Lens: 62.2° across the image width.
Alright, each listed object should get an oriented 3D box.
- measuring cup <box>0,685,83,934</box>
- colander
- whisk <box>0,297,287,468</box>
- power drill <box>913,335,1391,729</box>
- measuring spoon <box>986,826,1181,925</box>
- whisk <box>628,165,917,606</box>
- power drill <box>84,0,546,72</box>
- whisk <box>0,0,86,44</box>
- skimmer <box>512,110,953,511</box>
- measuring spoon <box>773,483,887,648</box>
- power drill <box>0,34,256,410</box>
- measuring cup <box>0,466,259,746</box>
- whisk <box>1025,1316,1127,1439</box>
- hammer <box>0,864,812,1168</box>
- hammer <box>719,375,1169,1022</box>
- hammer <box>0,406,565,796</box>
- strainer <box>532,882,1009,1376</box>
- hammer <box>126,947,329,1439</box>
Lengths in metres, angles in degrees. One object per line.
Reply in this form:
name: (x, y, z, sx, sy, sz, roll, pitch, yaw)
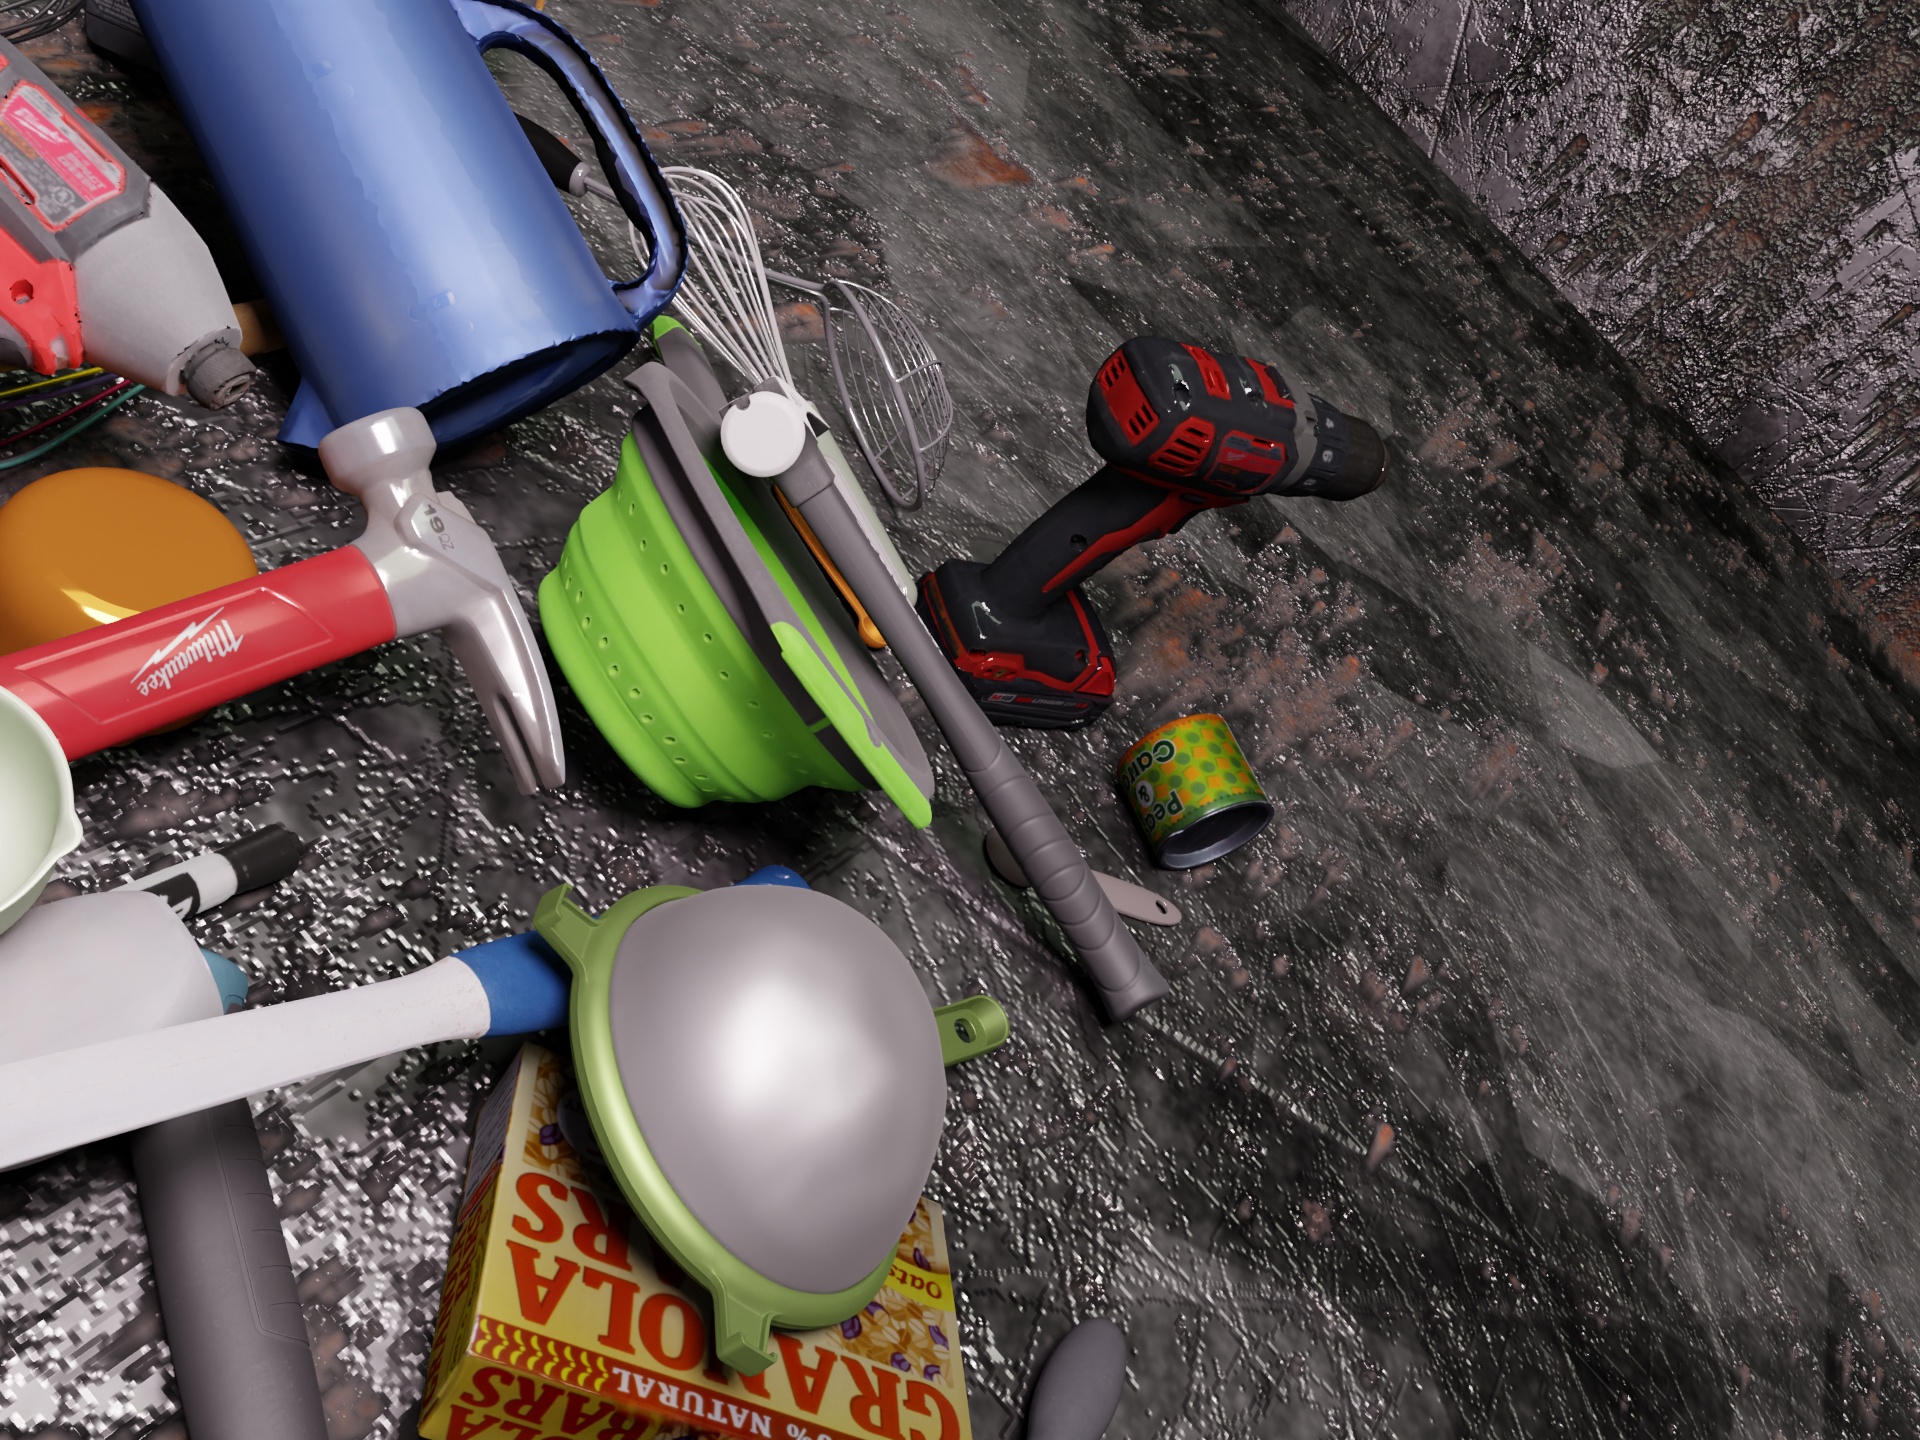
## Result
measuring cup: (-0.268, 0.065, 0.376, 0.083, 0.038, 0.168, 18, 57, -25)
colander: (-0.126, -0.078, 0.702, 0.204, 0.094, 0.398, 55, 4, -39)
whisk: (-0.311, -0.146, 0.626, 0.051, 0.047, 0.245, 43, 33, 1)
power drill: (0.096, -0.091, 0.807, 0.187, 0.226, 0.080, 5, 52, -41)
measuring spoon: (0.067, 0.077, 0.790, 0.124, 0.018, 0.034, 23, 41, -28)
whisk: (-0.087, -0.157, 0.779, 0.246, 0.058, 0.059, 61, 10, -14)
power drill: (-0.337, -0.385, 0.796, 0.185, 0.084, 0.226, 25, 36, 1)
whisk: (-0.370, -0.228, 0.533, 0.055, 0.055, 0.239, 33, 44, -16)
skimmer: (-0.161, -0.235, 0.847, 0.363, 0.127, 0.090, 27, 79, -4)
measuring spoon: (-0.069, -0.081, 0.826, 0.021, 0.011, 0.117, -2, 52, -52)
power drill: (-0.329, -0.105, 0.466, 0.143, 0.078, 0.220, 45, 59, -5)
measuring cup: (-0.316, -0.048, 0.512, 0.173, 0.052, 0.095, 7, 50, -42)
whisk: (0.004, 0.281, 0.494, 0.070, 0.070, 0.284, 45, 29, 1)
hammer: (-0.148, 0.087, 0.456, 0.144, 0.035, 0.405, 57, 20, 13)
hammer: (-0.001, -0.002, 0.709, 0.334, 0.035, 0.146, 57, 4, -13)
hammer: (-0.289, 0.024, 0.441, 0.386, 0.038, 0.143, -30, 100, -44)
strainer: (-0.023, 0.109, 0.550, 0.152, 0.069, 0.256, 62, 22, 15)
hammer: (-0.177, 0.206, 0.415, 0.128, 0.033, 0.331, 1, 54, -45)
